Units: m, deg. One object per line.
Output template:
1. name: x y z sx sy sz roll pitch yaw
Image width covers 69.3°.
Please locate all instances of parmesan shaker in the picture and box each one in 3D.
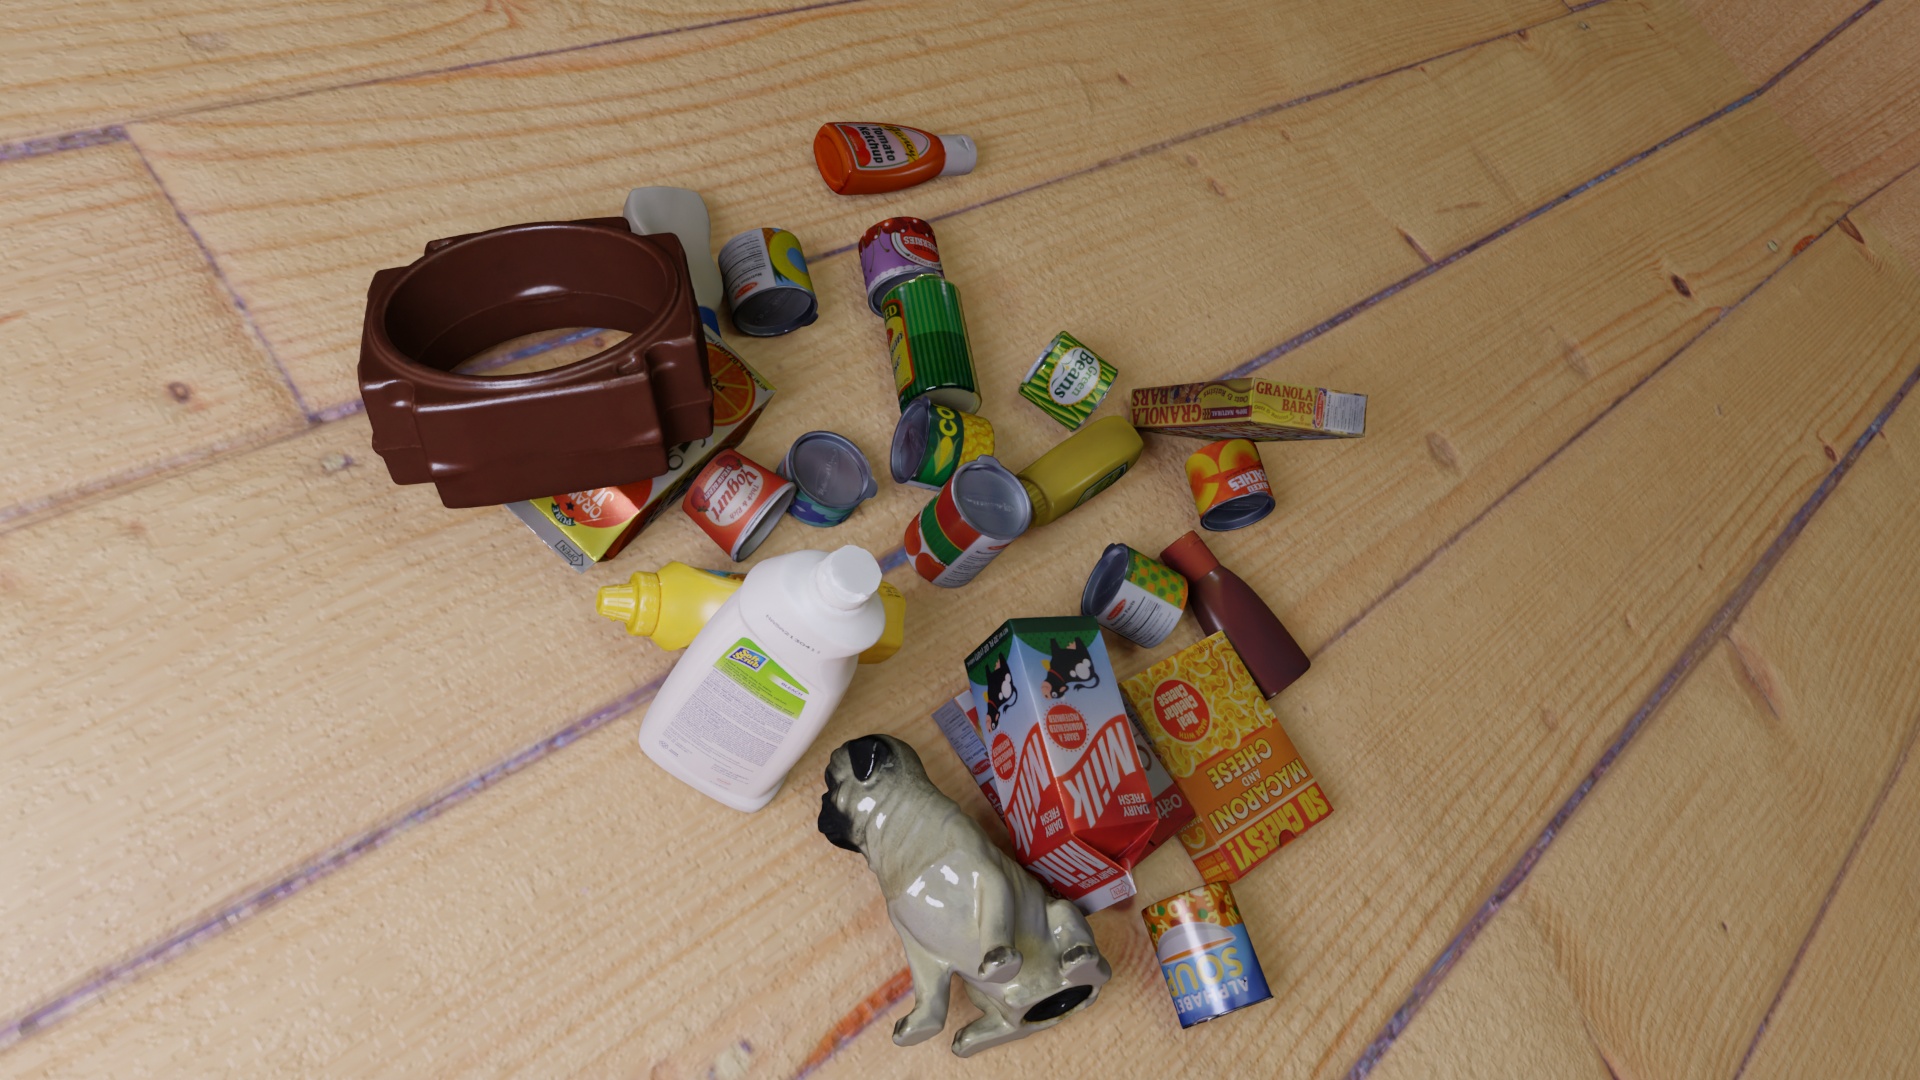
1. parmesan shaker: -0.024 -0.151 1.108 0.071 0.071 0.103 5 60 -29

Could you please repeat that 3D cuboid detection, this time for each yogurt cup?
1. yogurt cup: -0.155 -0.027 0.959 0.054 0.072 0.073 37 49 4

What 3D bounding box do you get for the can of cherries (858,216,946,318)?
1. can of cherries: -0.046 -0.224 1.140 0.071 0.071 0.058 4 60 -29

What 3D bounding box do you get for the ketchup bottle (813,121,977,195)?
1. ketchup bottle: -0.054 -0.338 1.223 0.149 0.043 0.065 -14 70 -37

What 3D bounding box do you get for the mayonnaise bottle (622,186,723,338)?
1. mayonnaise bottle: -0.210 -0.196 1.044 0.065 0.041 0.148 -4 66 -31

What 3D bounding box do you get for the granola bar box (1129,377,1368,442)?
1. granola bar box: 0.243 -0.109 1.187 0.124 0.165 0.039 5 90 -29

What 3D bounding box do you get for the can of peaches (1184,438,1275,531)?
1. can of peaches: 0.234 -0.049 1.203 0.071 0.071 0.058 4 60 -29

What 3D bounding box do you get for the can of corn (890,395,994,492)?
1. can of corn: -0.013 -0.072 1.067 0.058 0.071 0.071 13 56 -26

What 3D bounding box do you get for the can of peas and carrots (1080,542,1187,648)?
1. can of peas and carrots: 0.137 0.042 1.092 0.059 0.070 0.071 28 52 -15

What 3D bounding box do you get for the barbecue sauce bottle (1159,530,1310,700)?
1. barbecue sauce bottle: 0.223 0.060 1.147 0.065 0.043 0.148 -28 79 -40

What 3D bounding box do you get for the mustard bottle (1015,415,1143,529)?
1. mustard bottle: 0.079 -0.046 1.115 0.161 0.065 0.049 -33 77 -34

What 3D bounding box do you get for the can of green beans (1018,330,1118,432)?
1. can of green beans: 0.090 -0.134 1.170 0.058 0.071 0.071 36 50 -8

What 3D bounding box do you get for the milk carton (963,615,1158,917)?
1. milk carton: 0.070 0.150 0.927 0.073 0.072 0.191 0 62 -30

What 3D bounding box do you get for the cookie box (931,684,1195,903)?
1. cookie box: 0.076 0.162 0.998 0.123 0.040 0.167 -27 79 -39

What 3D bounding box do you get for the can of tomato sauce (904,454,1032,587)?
1. can of tomato sauce: 0.004 -0.013 1.033 0.071 0.082 0.071 15 55 -23

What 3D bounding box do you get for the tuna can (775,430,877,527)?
1. tuna can: -0.099 -0.044 1.022 0.071 0.032 0.071 15 56 -23

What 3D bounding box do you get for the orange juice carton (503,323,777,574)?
1. orange juice carton: -0.216 -0.057 0.933 0.072 0.072 0.194 42 50 -2

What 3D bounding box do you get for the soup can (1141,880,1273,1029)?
1. soup can: 0.168 0.286 0.959 0.071 0.071 0.084 -5 65 -33

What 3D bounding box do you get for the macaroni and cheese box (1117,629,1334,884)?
1. macaroni and cheese box: 0.197 0.166 1.068 0.124 0.040 0.166 -21 75 -37

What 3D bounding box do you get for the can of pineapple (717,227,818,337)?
1. can of pineapple: -0.147 -0.197 1.066 0.071 0.070 0.058 -2 64 -32
